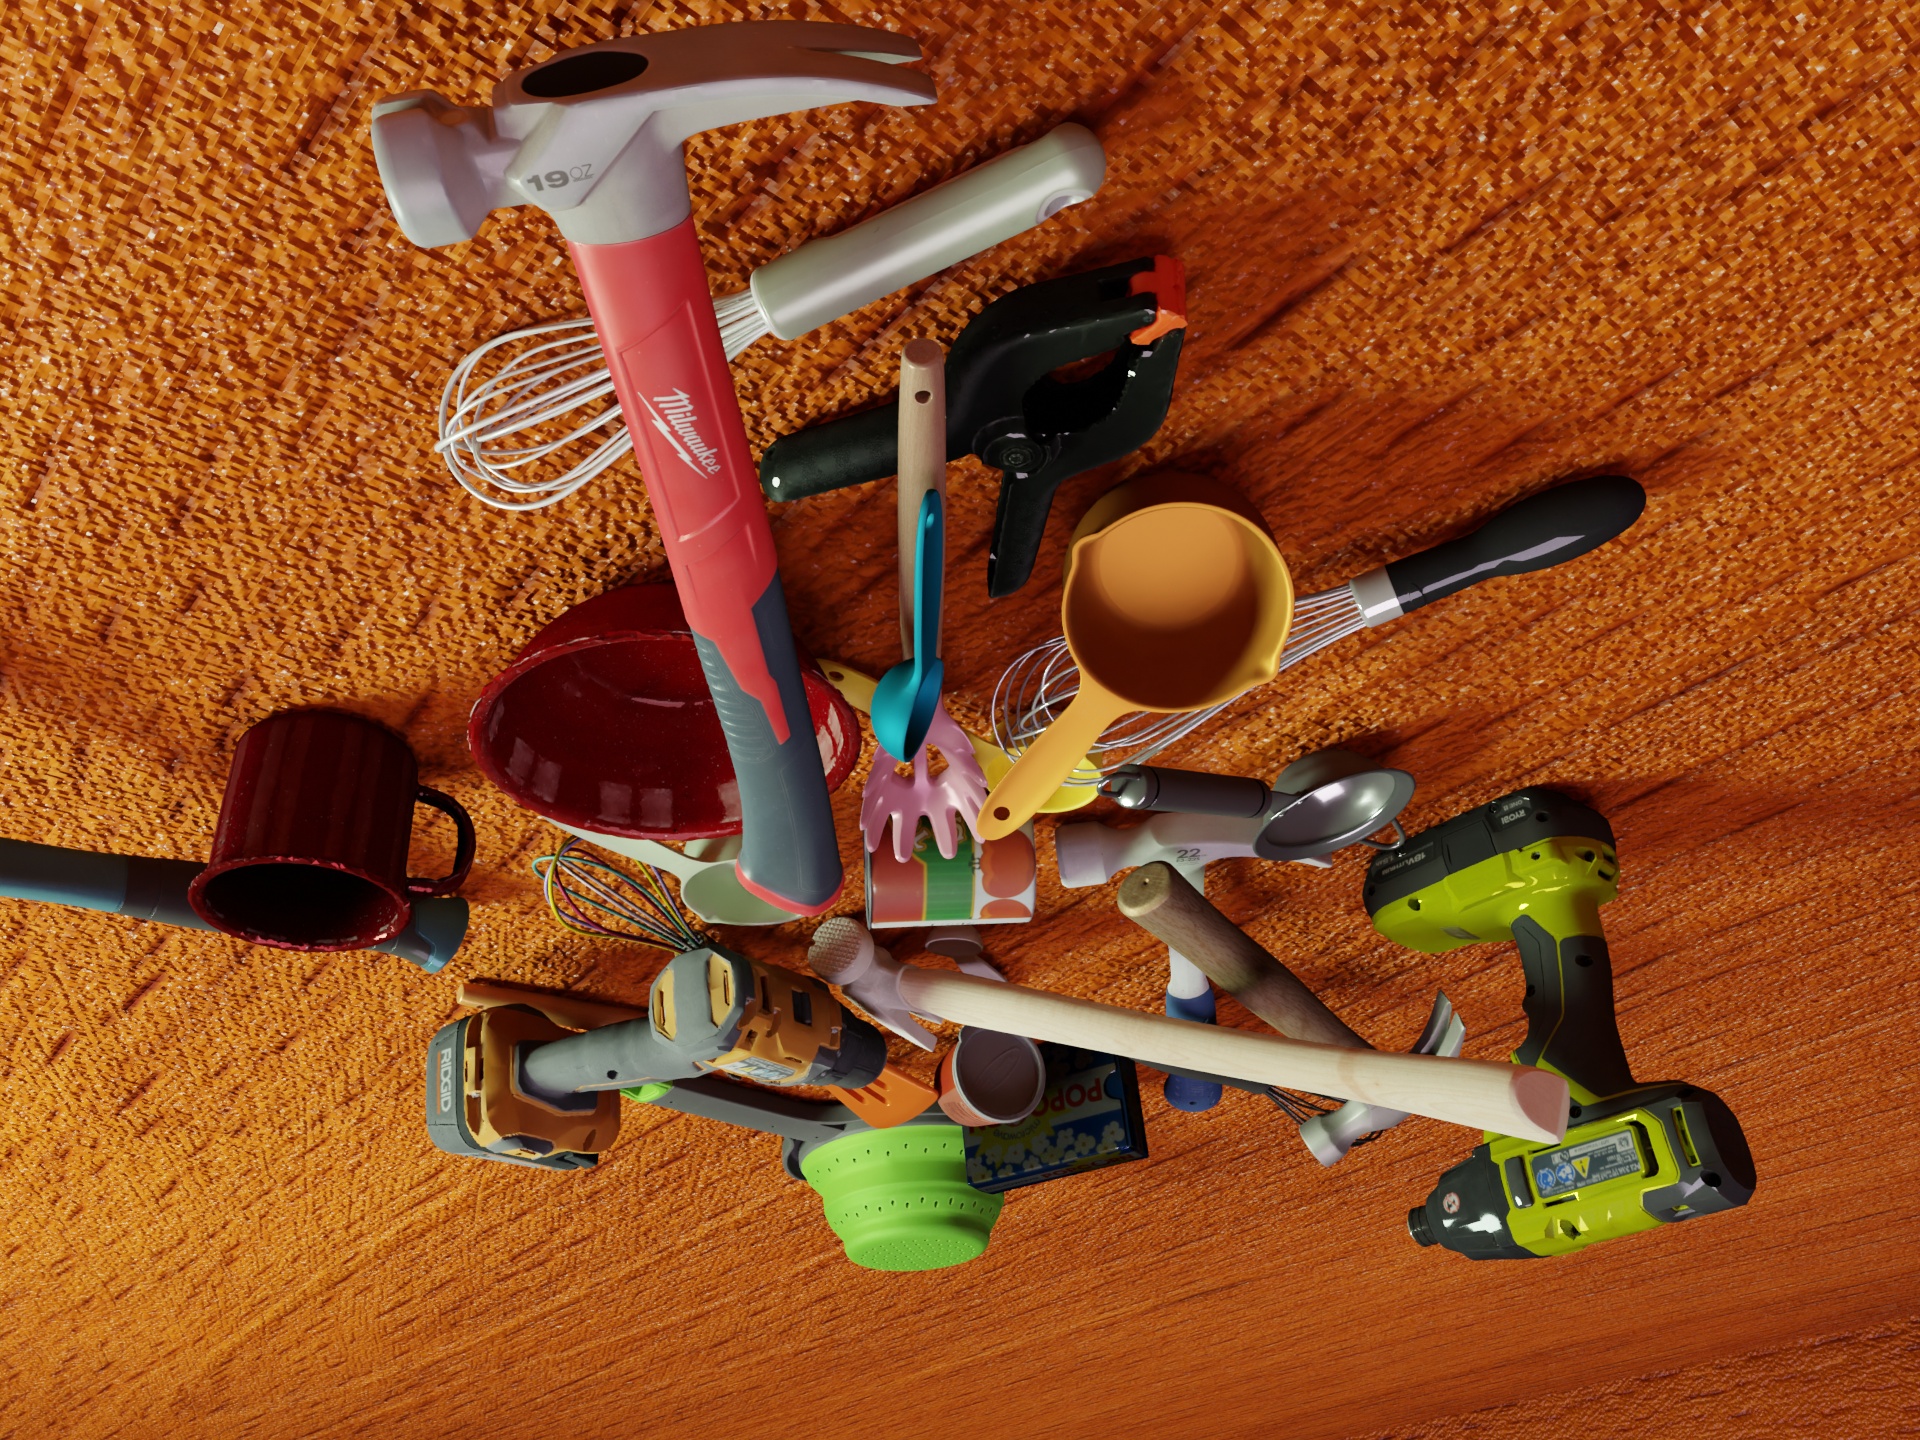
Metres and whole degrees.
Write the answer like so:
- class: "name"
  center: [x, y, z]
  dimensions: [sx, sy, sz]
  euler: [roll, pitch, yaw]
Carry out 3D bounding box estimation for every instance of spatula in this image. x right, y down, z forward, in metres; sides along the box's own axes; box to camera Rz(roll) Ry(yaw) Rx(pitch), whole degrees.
- class: "spatula"
  center: [-0.167, 0.214, 1.032]
  dimensions: [0.322, 0.041, 0.081]
  euler: [17, 142, -28]

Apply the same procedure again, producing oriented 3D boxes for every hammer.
- class: "hammer"
  center: [0.190, 0.163, 0.913]
  dimensions: [0.130, 0.031, 0.331]
  euler: [-39, 132, 12]
- class: "hammer"
  center: [-0.064, -0.049, 0.552]
  dimensions: [0.143, 0.038, 0.385]
  euler: [-12, 142, -4]
- class: "hammer"
  center: [0.117, 0.178, 0.872]
  dimensions: [0.411, 0.038, 0.146]
  euler: [5, 154, 31]
- class: "hammer"
  center: [0.148, 0.162, 0.994]
  dimensions: [0.144, 0.035, 0.405]
  euler: [-7, 147, 5]
- class: "hammer"
  center: [-0.383, 0.080, 0.750]
  dimensions: [0.033, 0.128, 0.330]
  euler: [-29, 149, 34]

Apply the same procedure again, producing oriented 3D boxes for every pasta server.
- class: "pasta server"
  center: [-0.014, -0.029, 0.627]
  dimensions: [0.060, 0.040, 0.316]
  euler: [-4, 150, -4]

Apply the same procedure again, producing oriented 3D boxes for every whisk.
- class: "whisk"
  center: [0.144, -0.039, 0.669]
  dimensions: [0.284, 0.070, 0.070]
  euler: [-21, 144, 16]
- class: "whisk"
  center: [-0.068, -0.132, 0.513]
  dimensions: [0.246, 0.059, 0.058]
  euler: [-20, -179, 17]
- class: "whisk"
  center: [-0.164, 0.123, 0.891]
  dimensions: [0.051, 0.047, 0.244]
  euler: [-15, 149, 13]
- class: "whisk"
  center: [0.193, 0.234, 1.037]
  dimensions: [0.238, 0.055, 0.055]
  euler: [22, 139, -27]

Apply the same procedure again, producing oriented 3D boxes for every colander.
- class: "colander"
  center: [-0.093, 0.340, 1.183]
  dimensions: [0.204, 0.095, 0.396]
  euler: [-31, 139, 34]

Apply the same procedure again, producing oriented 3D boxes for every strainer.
- class: "strainer"
  center: [0.140, 0.034, 0.744]
  dimensions: [0.087, 0.050, 0.258]
  euler: [-39, 152, 30]

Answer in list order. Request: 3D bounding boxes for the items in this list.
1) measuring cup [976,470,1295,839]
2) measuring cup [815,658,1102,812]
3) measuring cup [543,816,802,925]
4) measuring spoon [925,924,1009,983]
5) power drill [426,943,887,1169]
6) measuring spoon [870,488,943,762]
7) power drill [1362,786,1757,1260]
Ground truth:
- class: "measuring cup"
  center: [0.059, -0.023, 0.637]
  dimensions: [0.095, 0.052, 0.173]
  euler: [32, 117, -14]
- class: "measuring cup"
  center: [-0.001, -0.002, 0.742]
  dimensions: [0.156, 0.029, 0.062]
  euler: [26, 140, -21]
- class: "measuring cup"
  center: [-0.138, 0.057, 0.798]
  dimensions: [0.167, 0.038, 0.083]
  euler: [28, 135, -37]
- class: "measuring spoon"
  center: [0.009, 0.144, 0.974]
  dimensions: [0.034, 0.018, 0.124]
  euler: [-5, 155, 16]
- class: "power drill"
  center: [-0.168, 0.199, 0.923]
  dimensions: [0.226, 0.084, 0.185]
  euler: [-20, 151, 21]
- class: "measuring spoon"
  center: [-0.021, -0.035, 0.576]
  dimensions: [0.021, 0.042, 0.128]
  euler: [17, 139, 11]
- class: "power drill"
  center: [0.295, 0.164, 0.841]
  dimensions: [0.171, 0.223, 0.080]
  euler: [-31, 138, 34]
